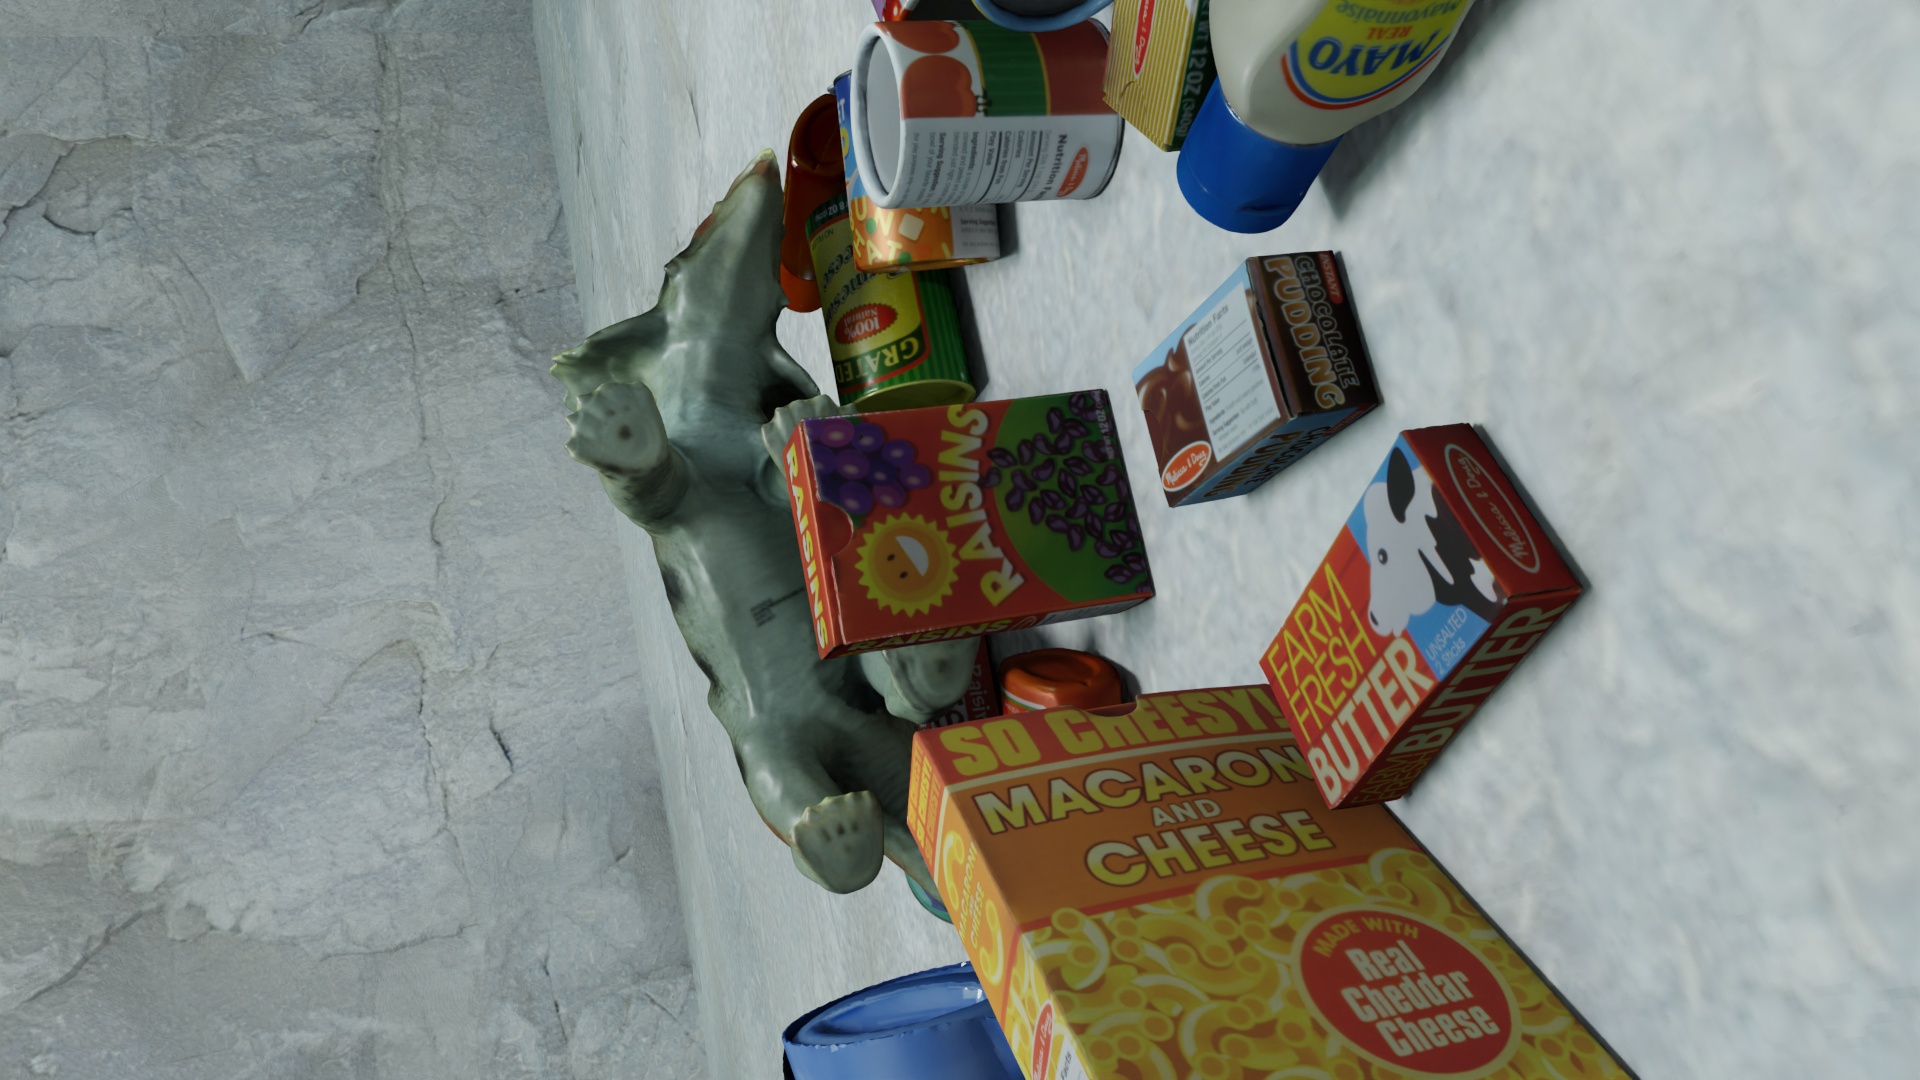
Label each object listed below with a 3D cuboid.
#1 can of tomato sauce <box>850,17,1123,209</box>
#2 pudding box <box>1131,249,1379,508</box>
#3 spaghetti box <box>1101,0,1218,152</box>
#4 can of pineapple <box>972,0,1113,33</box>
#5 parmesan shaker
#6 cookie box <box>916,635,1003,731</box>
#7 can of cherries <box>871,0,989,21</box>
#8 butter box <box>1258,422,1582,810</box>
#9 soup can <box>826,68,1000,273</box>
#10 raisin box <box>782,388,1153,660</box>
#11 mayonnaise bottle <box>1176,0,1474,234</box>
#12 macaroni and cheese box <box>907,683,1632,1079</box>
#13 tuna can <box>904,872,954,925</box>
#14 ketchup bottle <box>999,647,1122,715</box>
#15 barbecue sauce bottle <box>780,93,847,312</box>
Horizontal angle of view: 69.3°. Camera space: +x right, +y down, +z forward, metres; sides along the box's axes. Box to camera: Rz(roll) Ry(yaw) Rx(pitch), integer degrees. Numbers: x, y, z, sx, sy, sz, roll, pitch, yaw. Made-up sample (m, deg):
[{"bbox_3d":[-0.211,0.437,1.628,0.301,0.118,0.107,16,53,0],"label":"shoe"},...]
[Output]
[{"bbox_3d":[0.007,-0.159,0.511,0.071,0.083,0.071,173,89,-71],"label":"can of tomato sauce"},{"bbox_3d":[0.084,-0.046,0.414,0.083,0.030,0.050,134,125,-67],"label":"pudding box"},{"bbox_3d":[0.077,-0.230,0.364,0.050,0.029,0.248,-119,28,-48],"label":"spaghetti box"},{"bbox_3d":[0.026,-0.214,0.466,0.070,0.071,0.058,113,144,-56],"label":"can of pineapple"},{"bbox_3d":[-0.038,-0.112,0.680,0.071,0.071,0.103,137,123,-67],"label":"parmesan shaker"},{"bbox_3d":[-0.024,0.074,0.763,0.167,0.040,0.123,139,122,-69],"label":"cookie box"},{"bbox_3d":[-0.001,-0.217,0.547,0.071,0.071,0.058,110,146,-54],"label":"can of cherries"},{"bbox_3d":[0.114,0.023,0.362,0.103,0.024,0.053,106,151,-49],"label":"butter box"},{"bbox_3d":[-0.021,-0.163,0.613,0.071,0.071,0.083,-166,70,-70],"label":"soup can"},{"bbox_3d":[0.002,-0.007,0.524,0.040,0.124,0.086,139,122,-68],"label":"raisin box"},{"bbox_3d":[0.090,-0.128,0.320,0.147,0.065,0.041,114,146,-64],"label":"mayonnaise bottle"},{"bbox_3d":[0.069,0.105,0.370,0.167,0.124,0.040,-125,35,-53],"label":"macaroni and cheese box"},{"bbox_3d":[0.006,0.144,0.657,0.032,0.071,0.071,109,148,-50],"label":"tuna can"},{"bbox_3d":[0.045,0.122,0.573,0.065,0.043,0.148,-157,60,-68],"label":"ketchup bottle"},{"bbox_3d":[-0.085,-0.189,0.817,0.148,0.044,0.065,117,174,-62],"label":"barbecue sauce bottle"}]
